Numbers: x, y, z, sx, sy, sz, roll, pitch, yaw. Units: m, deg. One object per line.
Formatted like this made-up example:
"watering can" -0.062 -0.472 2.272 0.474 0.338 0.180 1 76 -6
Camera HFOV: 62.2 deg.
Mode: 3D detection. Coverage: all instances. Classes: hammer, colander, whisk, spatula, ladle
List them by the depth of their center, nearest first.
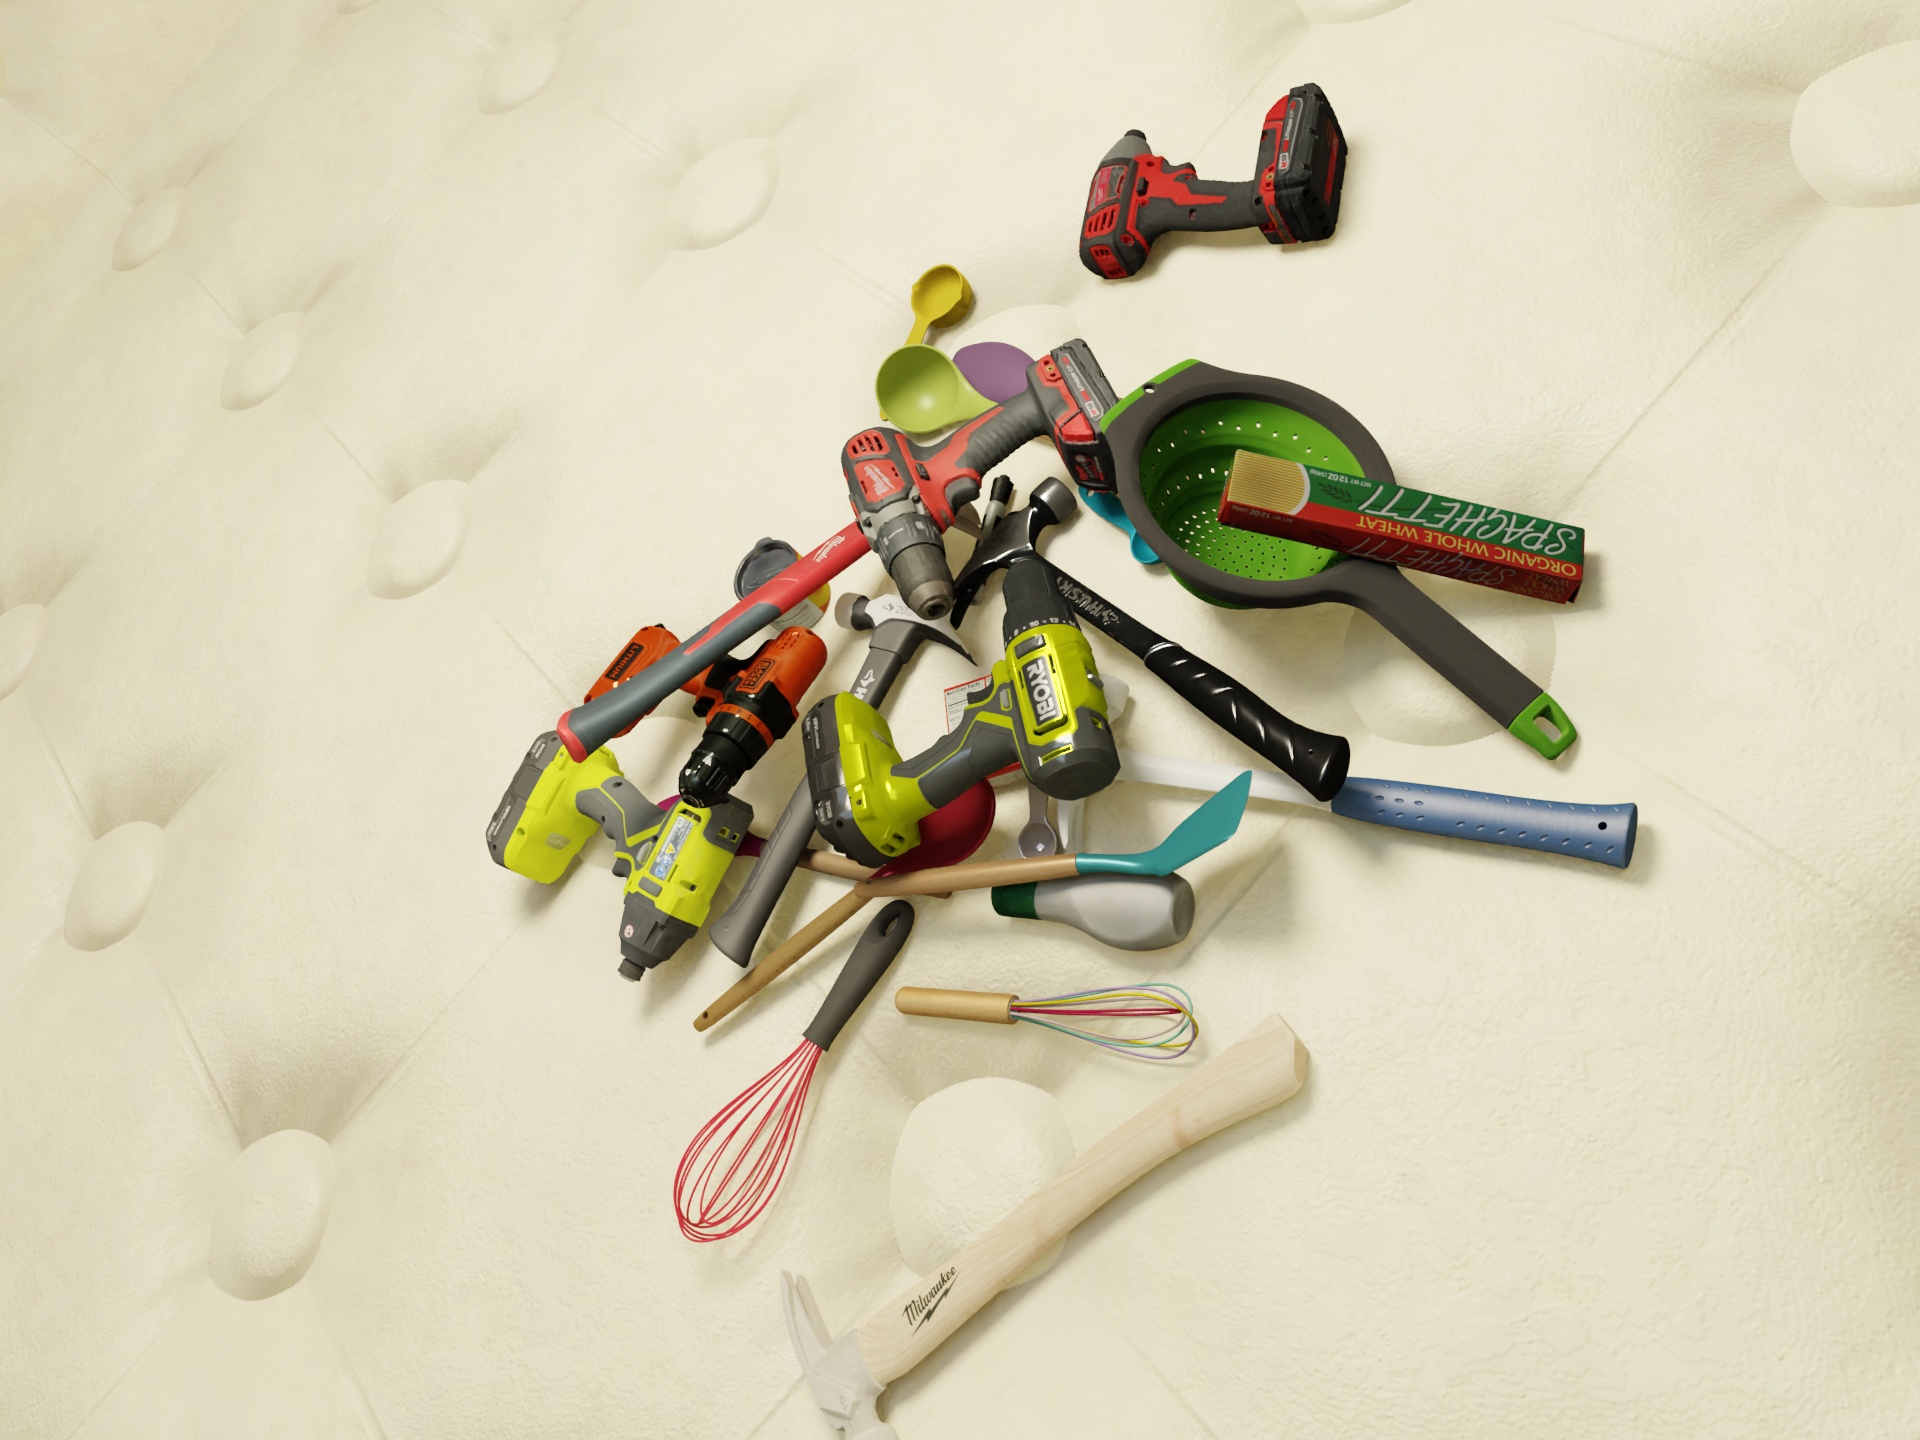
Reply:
"hammer" 0.056 0.327 1.078 0.410 0.038 0.146 -39 52 6
"hammer" 0.250 0.056 1.105 0.406 0.035 0.144 8 70 32
"whisk" 0.056 0.204 1.135 0.245 0.047 0.051 -2 67 32
"spatula" 0.058 0.096 1.137 0.317 0.044 0.082 -10 28 26
"colander" 0.264 -0.096 1.145 0.204 0.094 0.397 -37 69 -23
"hammer" 0.135 -0.054 1.184 0.149 0.036 0.409 -44 45 -5
"whisk" -0.122 0.260 1.201 0.073 0.073 0.296 24 73 36
"ladle" -0.091 0.148 1.236 0.315 0.031 0.069 -39 53 12
"hammer" -0.156 -0.084 1.293 0.386 0.038 0.143 -39 46 -23
"hammer" -0.108 0.047 1.294 0.146 0.035 0.335 14 69 35
"ladle" 0.057 -0.253 1.358 0.320 0.062 0.078 25 107 33
"spatula" 0.107 -0.277 1.363 0.316 0.018 0.060 24 89 36

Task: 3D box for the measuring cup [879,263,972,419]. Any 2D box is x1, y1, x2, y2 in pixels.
"measuring cup" -0.035 -0.348 1.483 0.062 0.029 0.156 24 91 36

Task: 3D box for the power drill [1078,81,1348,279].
"power drill" 0.211 -0.464 1.367 0.220 0.078 0.143 -1 65 32

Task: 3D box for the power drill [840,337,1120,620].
"power drill" 0.026 -0.187 1.259 0.226 0.080 0.188 -24 55 3

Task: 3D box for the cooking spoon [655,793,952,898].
"cooking spoon" -0.141 0.111 1.308 0.319 0.017 0.069 9 73 33

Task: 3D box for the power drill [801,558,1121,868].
"power drill" -0.002 -0.004 1.181 0.228 0.080 0.191 -26 55 21

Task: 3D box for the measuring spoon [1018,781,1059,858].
"measuring spoon" 0.063 0.049 1.205 0.034 0.018 0.124 -1 84 35

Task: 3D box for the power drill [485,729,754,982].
"power drill" -0.295 0.109 1.349 0.223 0.080 0.171 22 81 36

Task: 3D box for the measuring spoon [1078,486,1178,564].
"measuring spoon" 0.137 -0.163 1.295 0.042 0.021 0.129 -54 43 11
